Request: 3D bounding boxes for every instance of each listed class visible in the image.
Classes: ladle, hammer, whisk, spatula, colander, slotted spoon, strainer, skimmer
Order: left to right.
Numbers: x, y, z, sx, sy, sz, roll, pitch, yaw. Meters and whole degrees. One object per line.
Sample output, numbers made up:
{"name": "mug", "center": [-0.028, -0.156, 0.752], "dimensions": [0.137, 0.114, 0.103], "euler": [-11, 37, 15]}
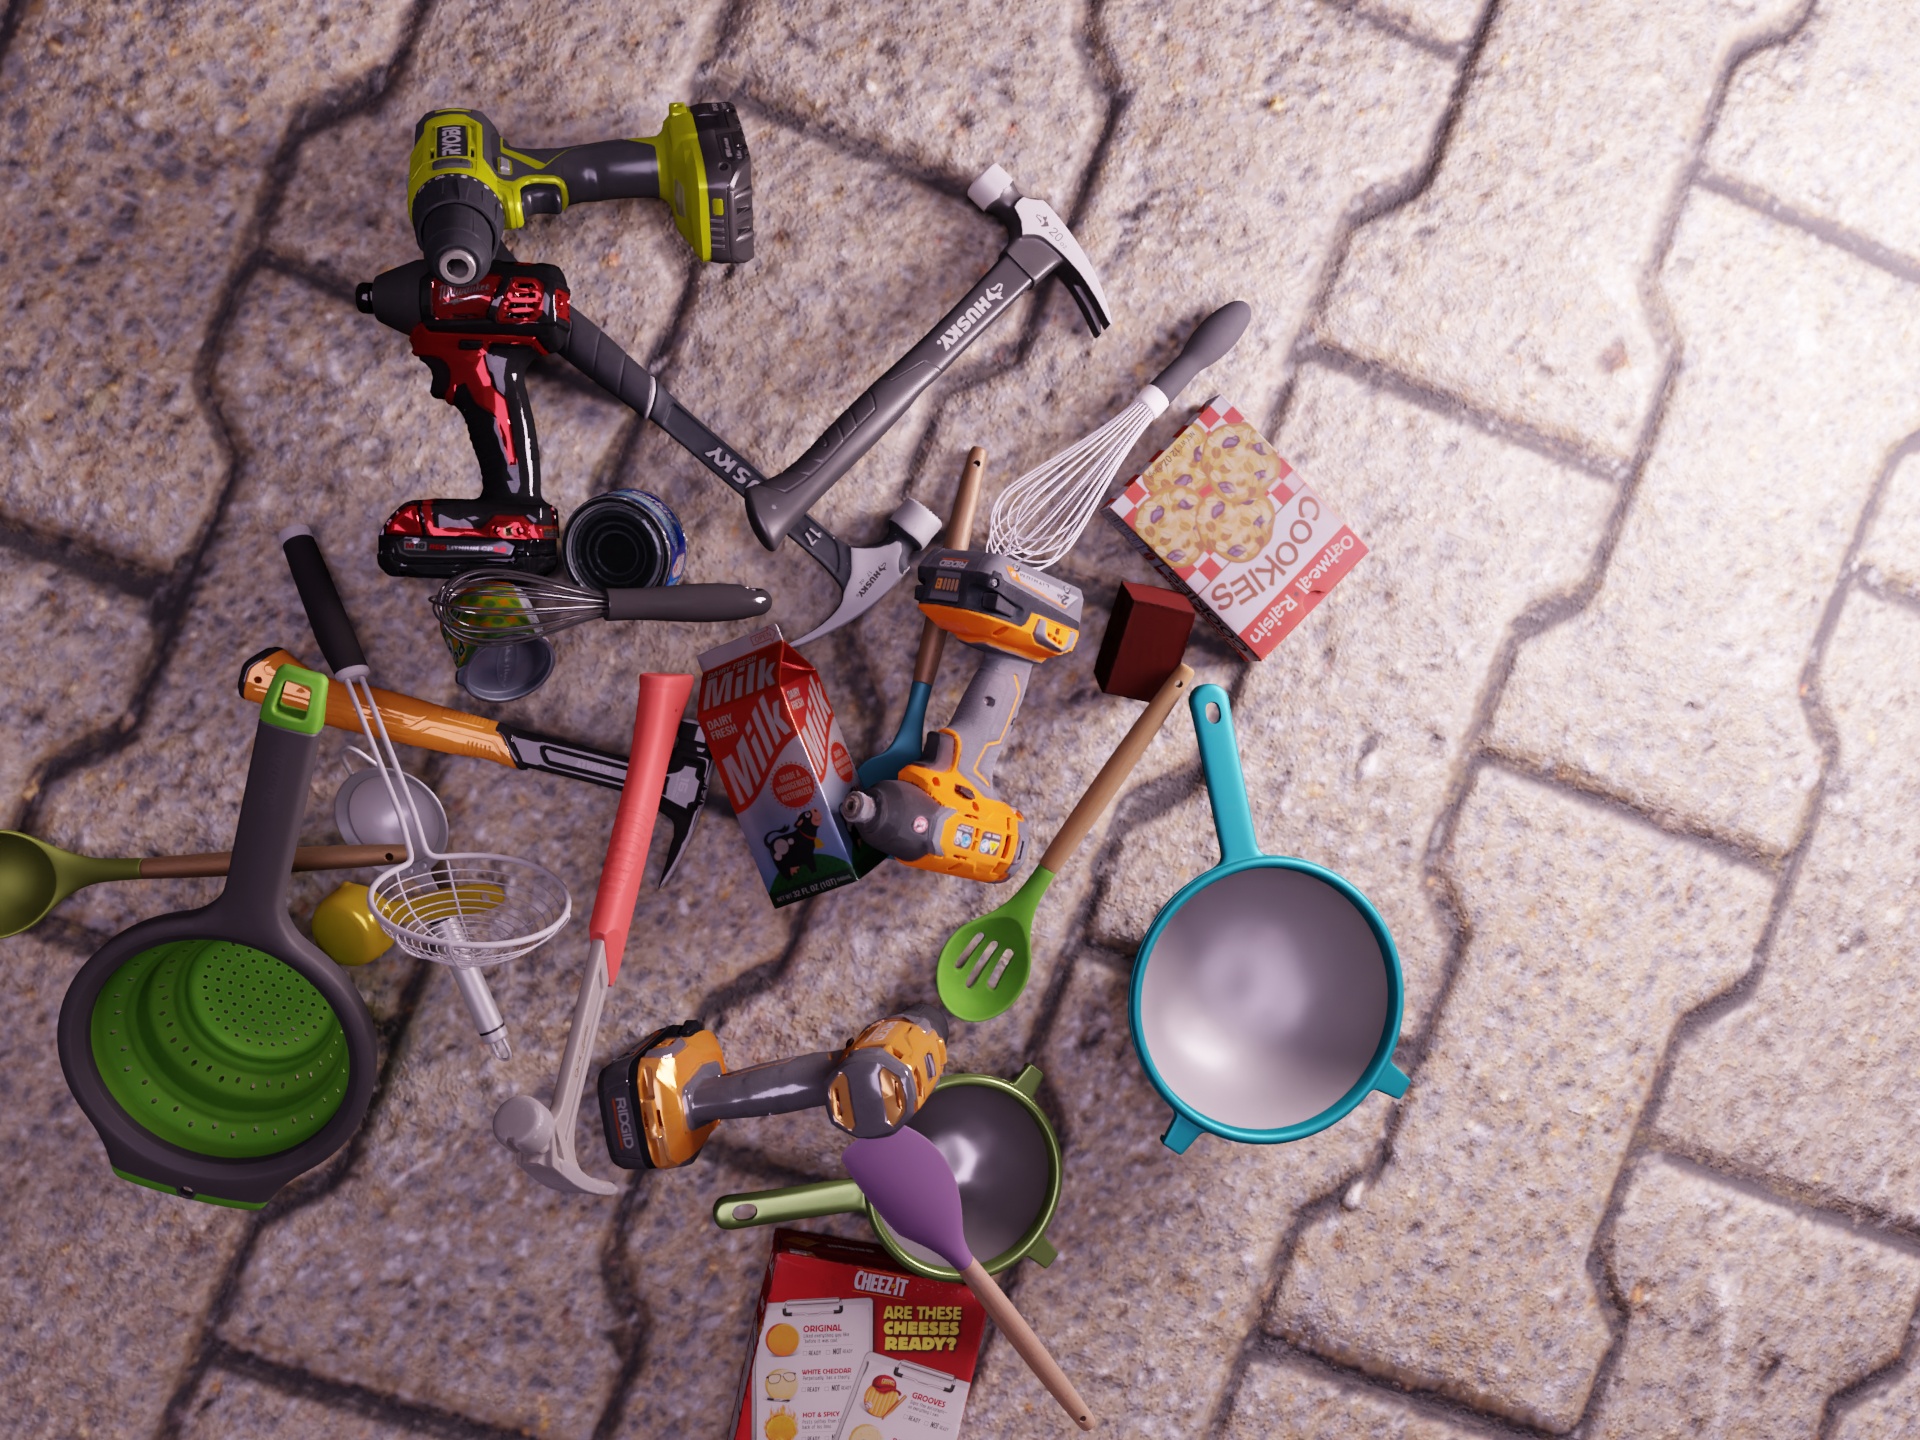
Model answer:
{"name": "ladle", "center": [-0.542, 0.105, 1.097], "dimensions": [0.320, 0.062, 0.078], "euler": [-3, 104, 0]}
{"name": "colander", "center": [-0.468, 0.136, 1.069], "dimensions": [0.204, 0.095, 0.397], "euler": [17, 108, -8]}
{"name": "skimmer", "center": [-0.378, 0.006, 1.071], "dimensions": [0.127, 0.090, 0.363], "euler": [-12, 69, -45]}
{"name": "strainer", "center": [-0.378, 0.131, 1.147], "dimensions": [0.087, 0.050, 0.258], "euler": [-17, 100, 17]}
{"name": "hammer", "center": [-0.351, 0.020, 1.150], "dimensions": [0.336, 0.034, 0.127], "euler": [16, 88, -7]}
{"name": "whisk", "center": [-0.242, -0.080, 1.096], "dimensions": [0.239, 0.055, 0.055], "euler": [-3, 92, -27]}
{"name": "hammer", "center": [-0.230, 0.129, 1.069], "dimensions": [0.037, 0.149, 0.359], "euler": [2, 61, 10]}
{"name": "hammer", "center": [-0.214, -0.218, 1.162], "dimensions": [0.409, 0.036, 0.149], "euler": [40, 87, -6]}
{"name": "strainer", "center": [-0.055, 0.338, 1.171], "dimensions": [0.256, 0.069, 0.151], "euler": [-5, 90, -13]}
{"name": "hammer", "center": [-0.032, -0.247, 1.160], "dimensions": [0.146, 0.035, 0.335], "euler": [44, 76, -6]}
{"name": "spatula", "center": [-0.026, -0.053, 1.197], "dimensions": [0.082, 0.044, 0.317], "euler": [15, 85, -7]}
{"name": "spatula", "center": [0.018, 0.406, 1.144], "dimensions": [0.060, 0.018, 0.315], "euler": [-35, 110, -6]}
{"name": "slotted spoon", "center": [0.081, 0.090, 1.186], "dimensions": [0.070, 0.031, 0.313], "euler": [33, 98, -8]}
{"name": "whisk", "center": [0.121, -0.218, 1.199], "dimensions": [0.070, 0.070, 0.284], "euler": [45, 81, -6]}
{"name": "strainer", "center": [0.205, 0.141, 1.197], "dimensions": [0.211, 0.095, 0.340], "euler": [-11, 91, -10]}

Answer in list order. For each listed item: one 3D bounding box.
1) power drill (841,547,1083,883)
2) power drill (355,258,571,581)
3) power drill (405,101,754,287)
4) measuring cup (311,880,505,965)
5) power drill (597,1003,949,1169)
{"name": "power drill", "center": [-0.002, -0.004, 1.137], "dimensions": [0.164, 0.084, 0.226], "euler": [17, 85, -47]}
{"name": "power drill", "center": [-0.347, -0.210, 1.108], "dimensions": [0.143, 0.078, 0.219], "euler": [2, 97, -3]}
{"name": "power drill", "center": [-0.260, -0.357, 1.086], "dimensions": [0.228, 0.191, 0.080], "euler": [-7, 133, -12]}
{"name": "measuring cup", "center": [-0.389, 0.138, 1.116], "dimensions": [0.156, 0.029, 0.062], "euler": [-12, 106, 21]}
{"name": "power drill", "center": [-0.120, 0.251, 1.137], "dimensions": [0.226, 0.185, 0.084], "euler": [-9, 93, 12]}
